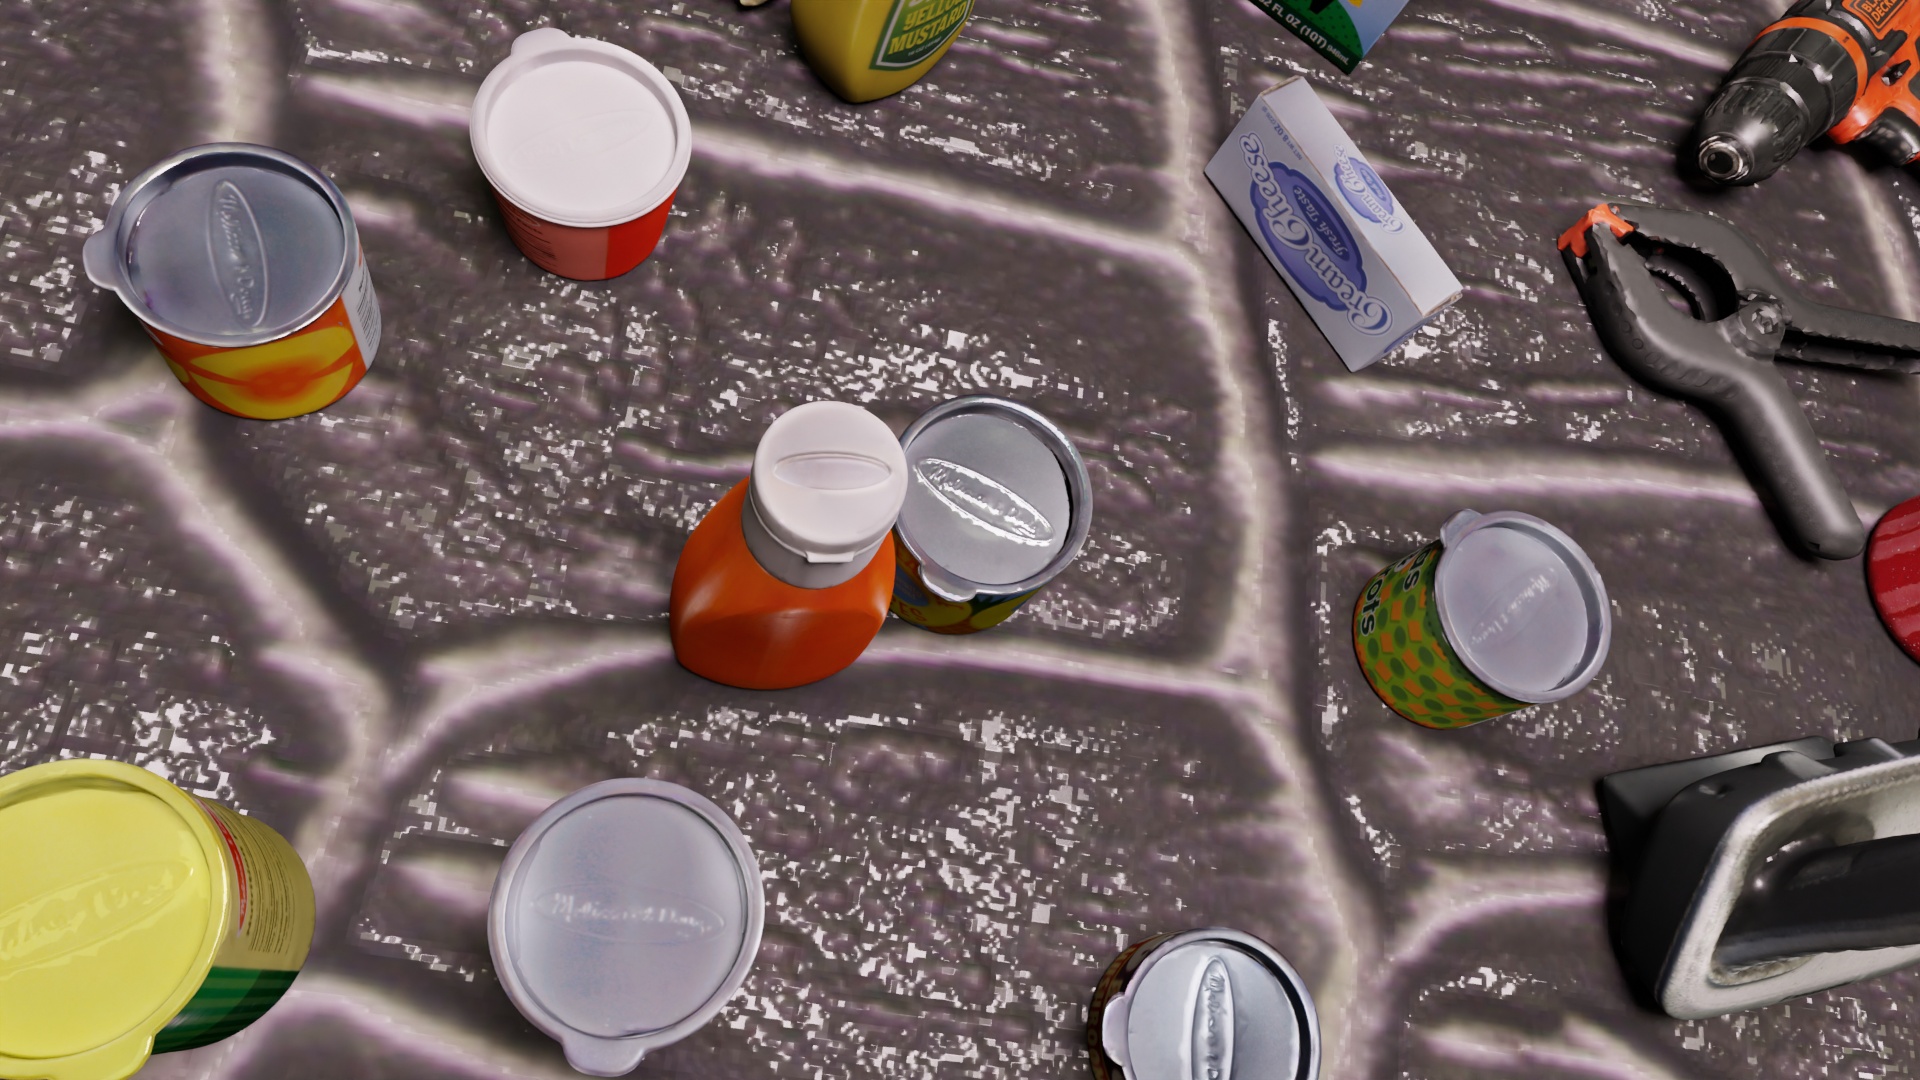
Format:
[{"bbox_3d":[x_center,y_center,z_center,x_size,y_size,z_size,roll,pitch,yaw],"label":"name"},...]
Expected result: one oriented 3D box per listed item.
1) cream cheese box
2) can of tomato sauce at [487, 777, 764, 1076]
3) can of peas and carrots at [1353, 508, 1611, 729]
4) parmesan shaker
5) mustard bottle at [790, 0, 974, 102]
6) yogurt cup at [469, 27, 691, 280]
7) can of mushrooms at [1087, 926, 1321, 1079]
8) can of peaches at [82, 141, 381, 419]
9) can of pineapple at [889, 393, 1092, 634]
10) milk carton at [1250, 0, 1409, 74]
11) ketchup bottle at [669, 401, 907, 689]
[{"bbox_3d":[0.141,-0.119,0.531,0.024,0.053,0.104,-31,82,-21],"label":"cream cheese box"},{"bbox_3d":[-0.091,0.106,0.380,0.071,0.082,0.071,4,71,-13],"label":"can of tomato sauce"},{"bbox_3d":[0.180,0.028,0.489,0.071,0.058,0.071,4,71,-13],"label":"can of peas and carrots"},{"bbox_3d":[-0.204,0.097,0.343,0.071,0.102,0.071,4,71,-13],"label":"parmesan shaker"},{"bbox_3d":[-0.016,-0.213,0.464,0.065,0.159,0.049,-37,84,-22],"label":"mustard bottle"},{"bbox_3d":[-0.126,-0.123,0.463,0.072,0.053,0.072,4,71,-13],"label":"yogurt cup"},{"bbox_3d":[0.073,0.155,0.433,0.071,0.033,0.071,4,71,-13],"label":"can of mushrooms"},{"bbox_3d":[-0.217,-0.077,0.422,0.071,0.058,0.071,4,71,-13],"label":"can of peaches"},{"bbox_3d":[0.002,-0.006,0.455,0.071,0.057,0.071,4,71,-13],"label":"can of pineapple"},{"bbox_3d":[0.179,-0.273,0.518,0.072,0.190,0.074,38,68,0],"label":"milk carton"},{"bbox_3d":[-0.046,0.007,0.389,0.065,0.148,0.043,0,73,-14],"label":"ketchup bottle"}]
